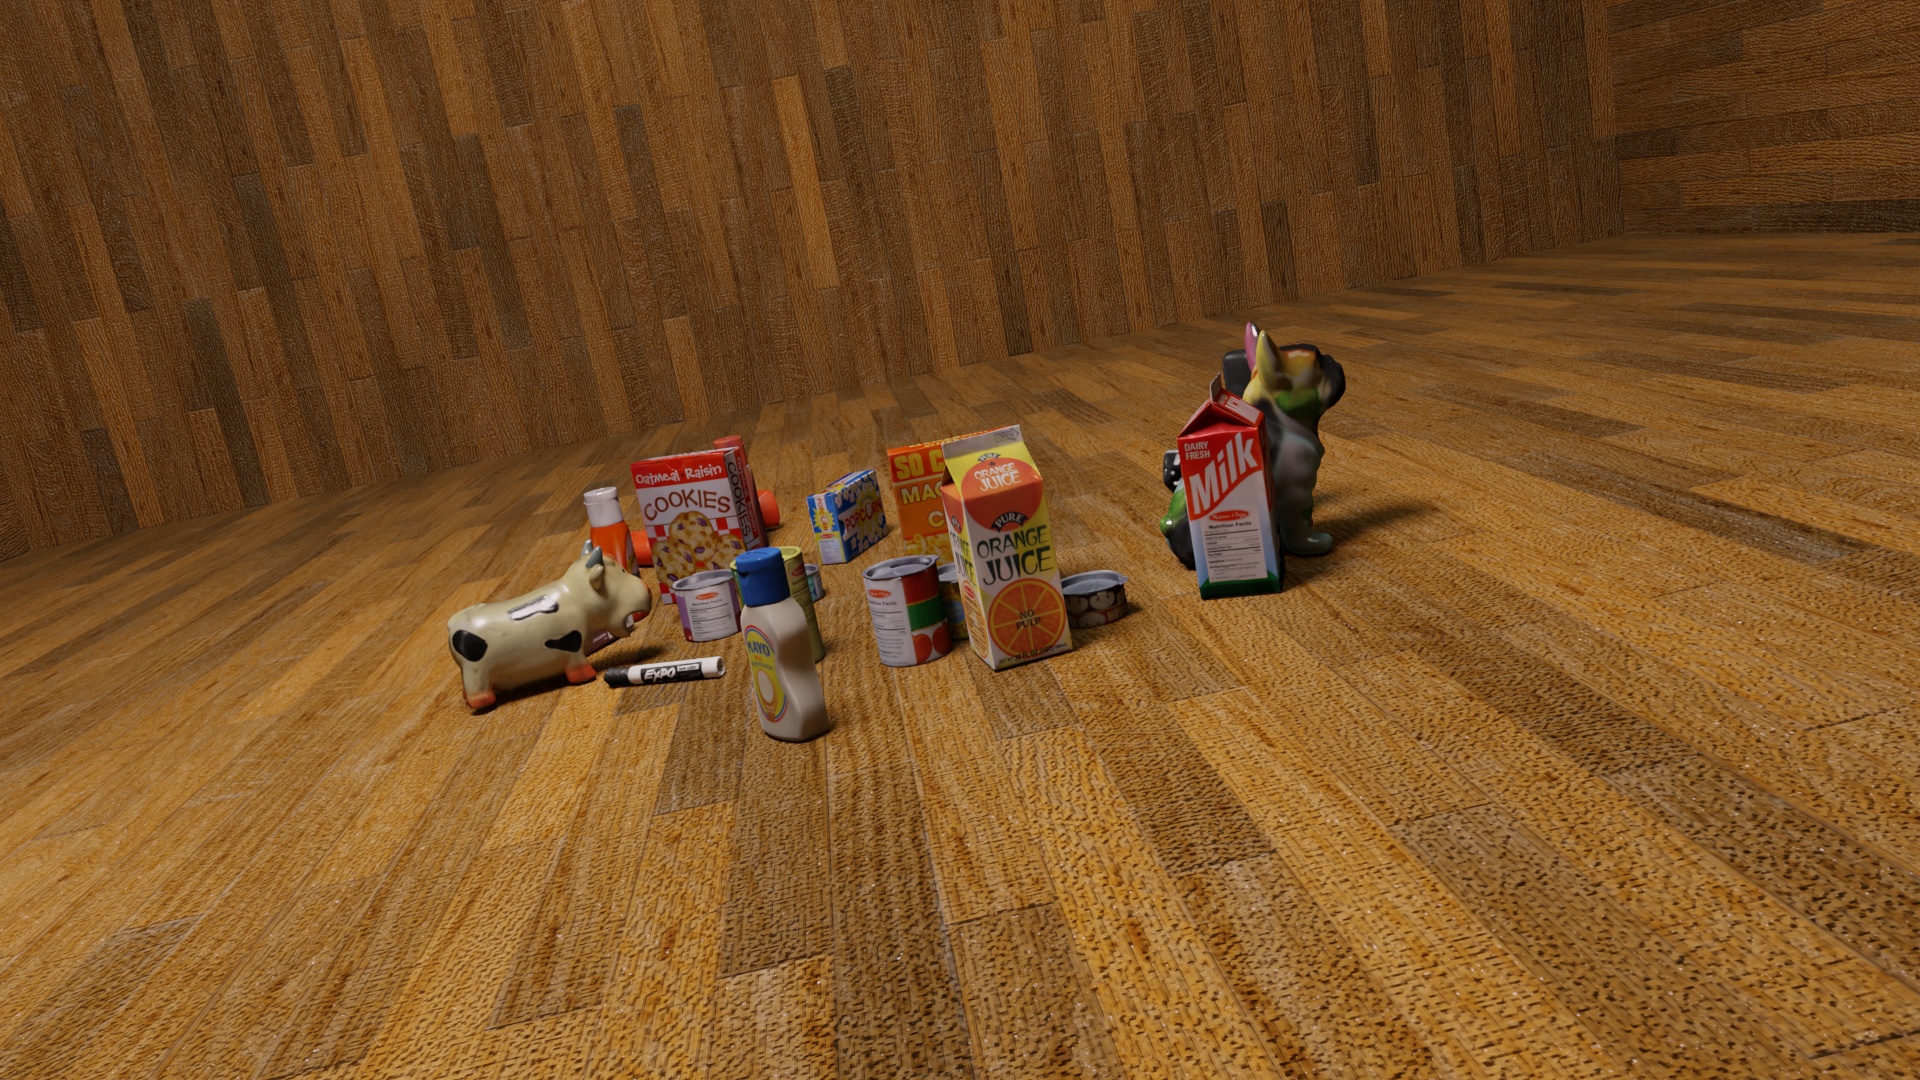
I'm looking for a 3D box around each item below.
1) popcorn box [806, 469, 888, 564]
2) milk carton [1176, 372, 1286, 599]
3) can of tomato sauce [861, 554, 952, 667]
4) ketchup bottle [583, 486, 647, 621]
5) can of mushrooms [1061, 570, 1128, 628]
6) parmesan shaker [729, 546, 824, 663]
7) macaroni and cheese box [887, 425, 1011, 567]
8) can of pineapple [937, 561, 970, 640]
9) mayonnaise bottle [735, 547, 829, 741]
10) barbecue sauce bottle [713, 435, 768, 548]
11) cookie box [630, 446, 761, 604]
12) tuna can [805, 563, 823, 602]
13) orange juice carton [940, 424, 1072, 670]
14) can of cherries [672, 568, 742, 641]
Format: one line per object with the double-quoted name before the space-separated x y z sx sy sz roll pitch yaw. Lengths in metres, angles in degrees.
"popcorn box" -0.135 -0.029 1.678 0.038 0.085 0.127 -6 14 22
"milk carton" 0.239 -0.050 1.235 0.073 0.190 0.072 -7 13 18
"can of tomato sauce" -0.045 0.061 1.227 0.071 0.083 0.071 -10 13 2
"ketchup bottle" -0.385 0.016 1.548 0.043 0.148 0.065 -11 13 1
"can of mushrooms" 0.118 0.052 1.244 0.071 0.033 0.071 -10 13 2
"parmesan shaker" -0.168 0.065 1.269 0.071 0.102 0.071 -10 13 2
"macaroni and cheese box" 0.005 -0.017 1.334 0.124 0.166 0.040 -11 13 -2
"can of pineapple" 0.003 0.055 1.273 0.071 0.057 0.071 -10 13 2
"mayonnaise bottle" -0.143 0.081 1.083 0.041 0.147 0.064 -21 16 -38
"barbecue sauce bottle" -0.283 -0.059 1.783 0.044 0.148 0.065 -13 13 -10
"cookie box" -0.294 -0.016 1.568 0.123 0.167 0.040 -6 13 21
"tuna can" -0.184 0.051 1.494 0.071 0.032 0.071 -10 13 2
"orange juice carton" 0.034 0.004 1.167 0.072 0.192 0.073 -14 13 -13
"can of cherries" -0.257 0.066 1.432 0.071 0.058 0.071 -10 13 2
